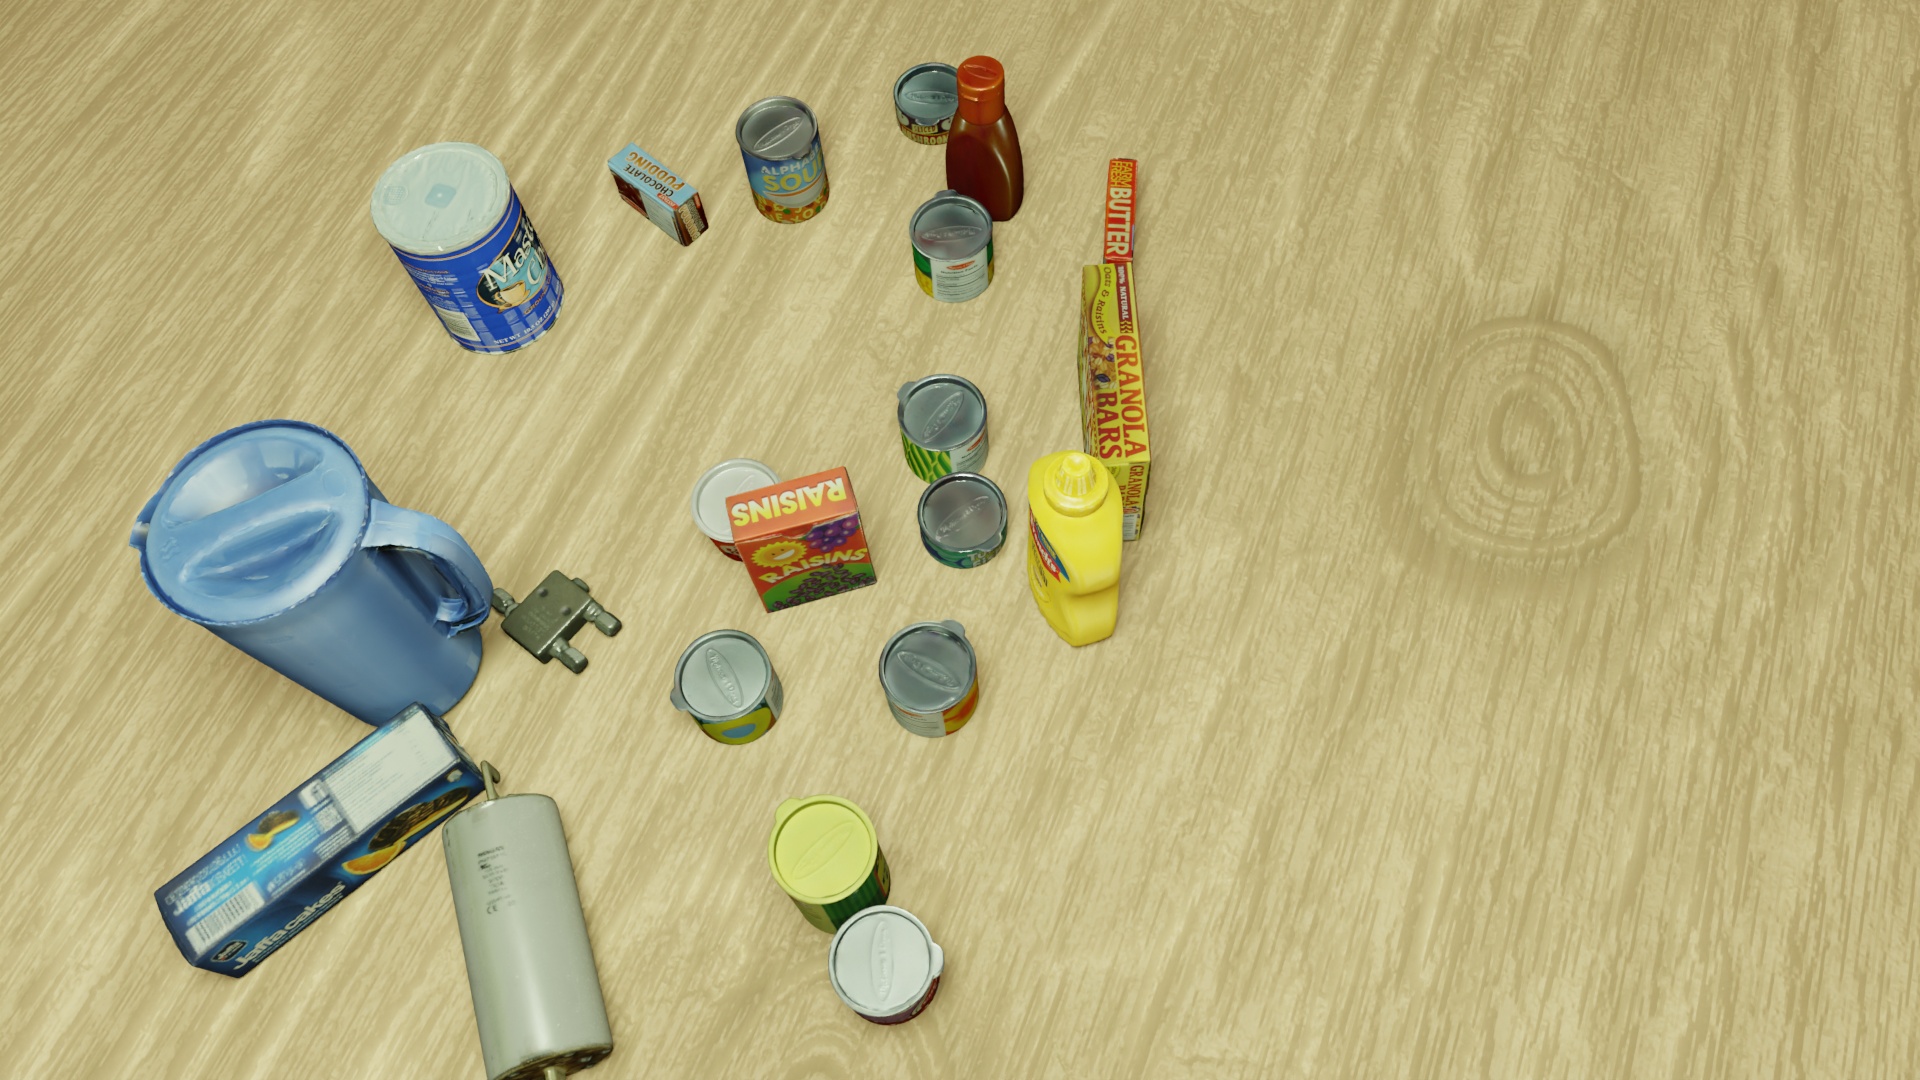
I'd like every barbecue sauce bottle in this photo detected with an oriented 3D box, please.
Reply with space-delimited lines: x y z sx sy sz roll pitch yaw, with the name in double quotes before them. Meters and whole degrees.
"barbecue sauce bottle" 0.018 -0.319 1.106 0.065 0.148 0.044 23 68 13

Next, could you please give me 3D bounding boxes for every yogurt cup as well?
"yogurt cup" -0.160 -0.019 1.021 0.072 0.053 0.072 -1 64 2

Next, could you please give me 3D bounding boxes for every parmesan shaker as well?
"parmesan shaker" -0.082 0.205 0.881 0.071 0.102 0.071 -1 64 2

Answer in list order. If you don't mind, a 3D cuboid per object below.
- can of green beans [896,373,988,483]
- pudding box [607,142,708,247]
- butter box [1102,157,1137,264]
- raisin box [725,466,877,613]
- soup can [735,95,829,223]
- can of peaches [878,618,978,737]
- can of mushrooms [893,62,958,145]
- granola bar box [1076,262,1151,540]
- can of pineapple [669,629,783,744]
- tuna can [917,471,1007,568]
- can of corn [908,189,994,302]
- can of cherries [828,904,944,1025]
"can of green beans" -0.012 -0.082 1.043 0.071 0.057 0.071 -1 64 2
"pudding box" -0.253 -0.289 1.160 0.084 0.049 0.030 38 72 19
"butter box" 0.128 -0.252 1.121 0.024 0.053 0.104 4 64 5
"raisin box" -0.109 0.002 0.970 0.086 0.123 0.040 -15 65 -4
"soup can" -0.144 -0.311 1.146 0.071 0.083 0.071 -1 64 2
"can of peaches" -0.019 0.095 0.956 0.071 0.057 0.071 -1 64 2
"can of mushrooms" -0.024 -0.375 1.200 0.071 0.033 0.071 -1 64 2
"granola bar box" 0.110 -0.098 1.008 0.039 0.123 0.166 -3 64 2
"can of pineapple" -0.161 0.102 0.959 0.071 0.057 0.071 -1 64 2
"tuna can" 0.004 -0.013 1.022 0.071 0.032 0.071 -1 64 2
"can of corn" -0.006 -0.236 1.117 0.071 0.058 0.071 -1 64 2
"can of cherries" -0.044 0.268 0.872 0.071 0.058 0.072 -1 64 2
